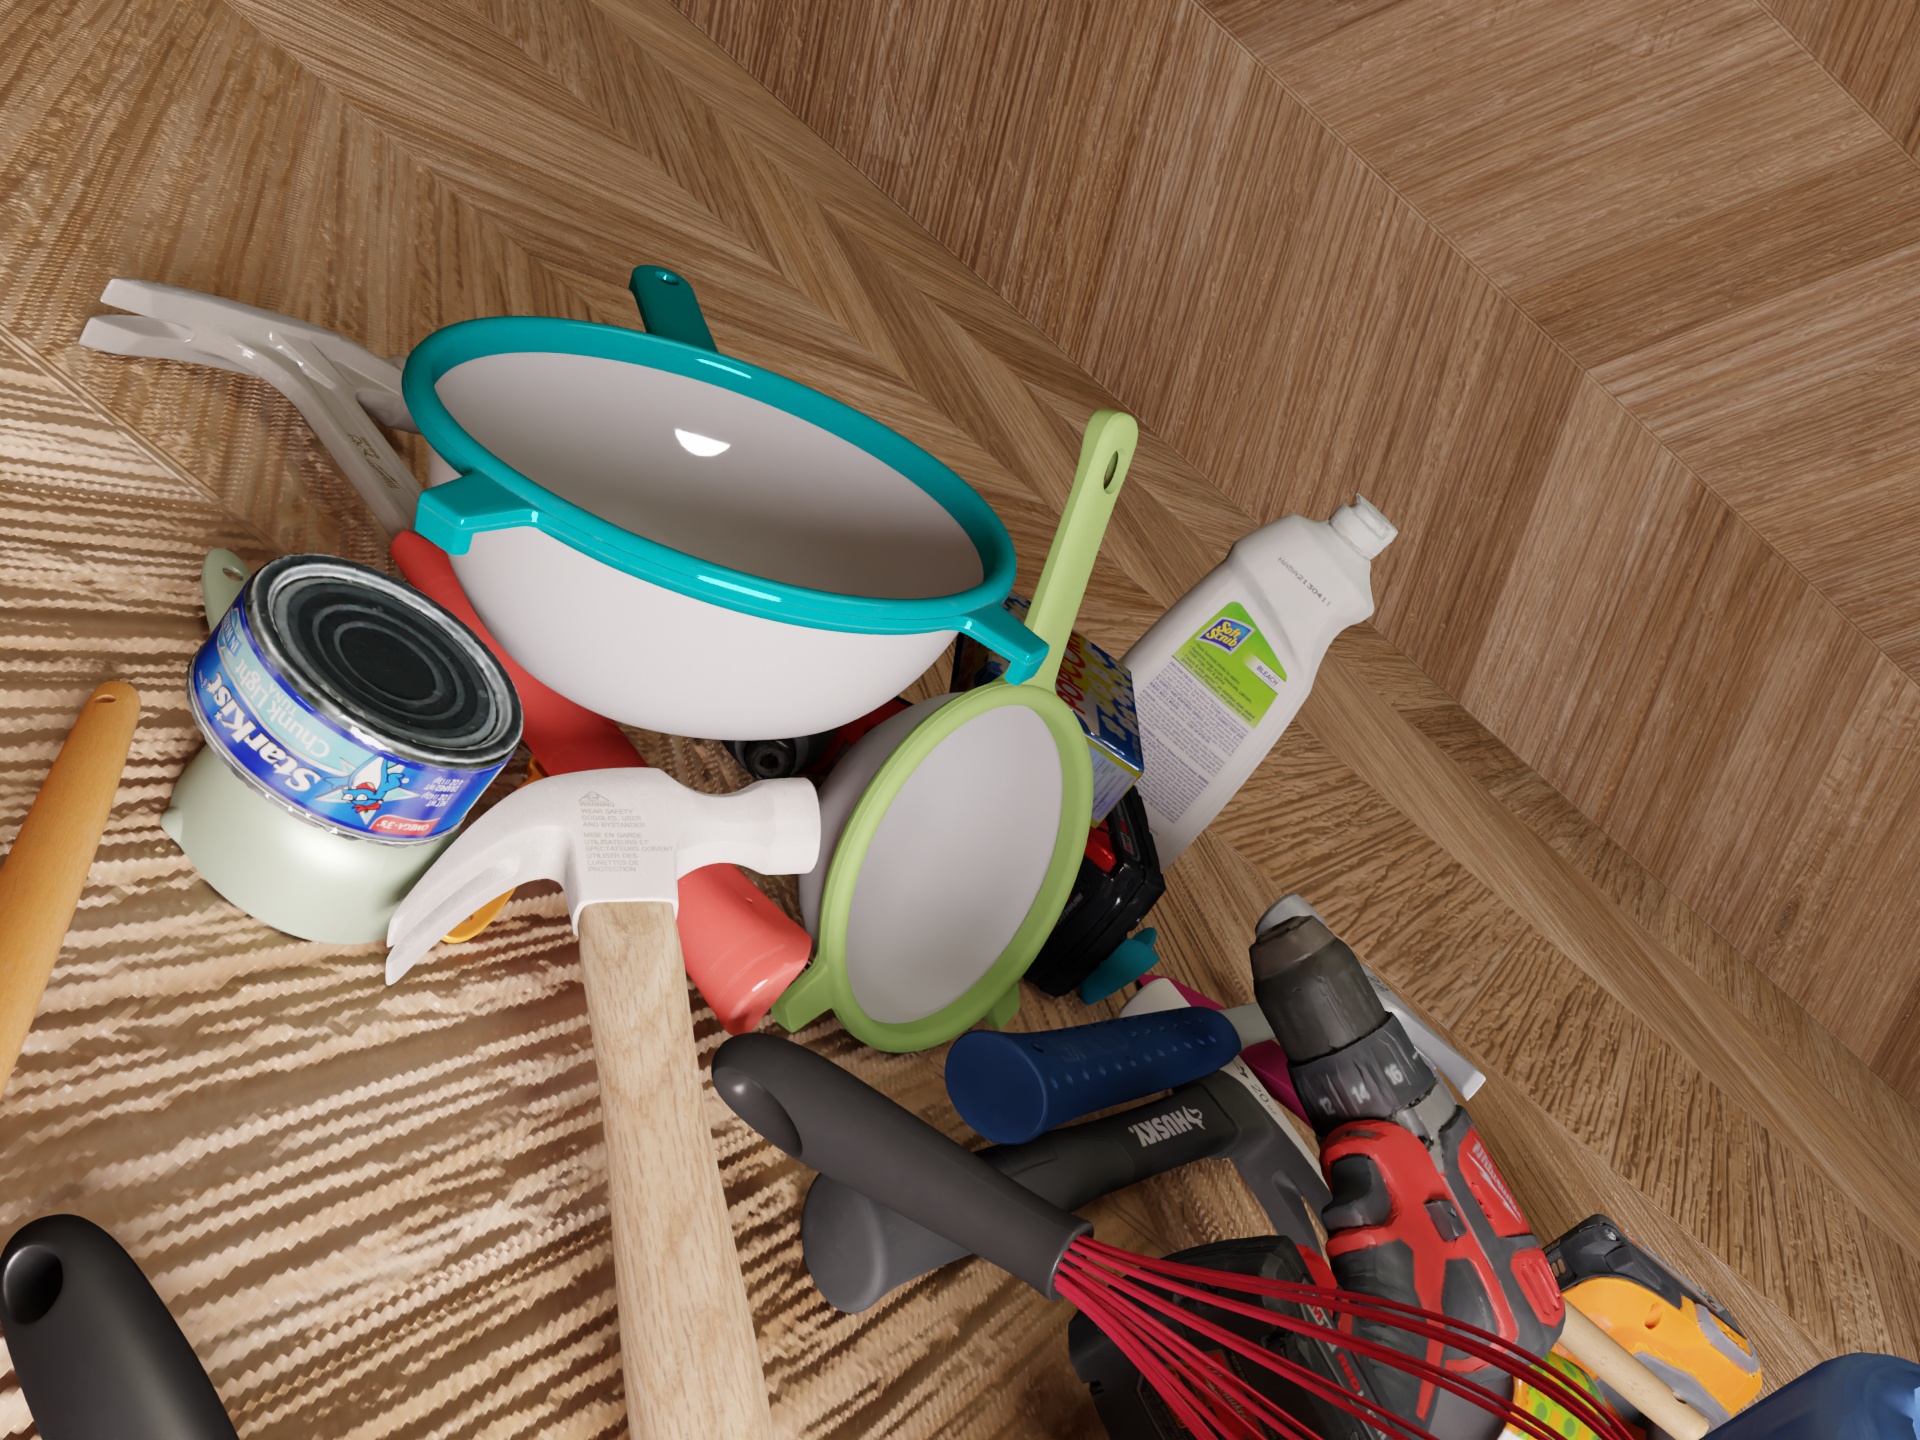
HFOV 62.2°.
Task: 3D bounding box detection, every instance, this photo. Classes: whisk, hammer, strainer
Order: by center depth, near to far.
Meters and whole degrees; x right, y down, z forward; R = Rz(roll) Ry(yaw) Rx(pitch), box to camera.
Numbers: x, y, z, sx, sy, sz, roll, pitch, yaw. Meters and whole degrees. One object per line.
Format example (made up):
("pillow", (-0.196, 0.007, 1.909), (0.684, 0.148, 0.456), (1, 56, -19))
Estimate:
("whisk", (-0.107, 0.179, 0.270), (0.239, 0.055, 0.055), (47, 19, 22))
("hammer", (-0.072, 0.139, 0.392), (0.130, 0.031, 0.332), (0, 45, -21))
("whisk", (0.046, 0.153, 0.424), (0.296, 0.073, 0.073), (22, 8, 28))
("hammer", (-0.175, -0.033, 0.574), (0.359, 0.036, 0.149), (49, 22, 24))
("strainer", (-0.110, -0.087, 0.606), (0.211, 0.095, 0.341), (12, 26, -23))
("hammer", (0.052, 0.174, 0.610), (0.146, 0.035, 0.334), (51, 21, 24))
("strainer", (-0.001, -0.002, 0.616), (0.069, 0.256, 0.151), (22, 4, 36))
("hammer", (0.122, 0.140, 0.702), (0.144, 0.035, 0.405), (44, 19, 27))

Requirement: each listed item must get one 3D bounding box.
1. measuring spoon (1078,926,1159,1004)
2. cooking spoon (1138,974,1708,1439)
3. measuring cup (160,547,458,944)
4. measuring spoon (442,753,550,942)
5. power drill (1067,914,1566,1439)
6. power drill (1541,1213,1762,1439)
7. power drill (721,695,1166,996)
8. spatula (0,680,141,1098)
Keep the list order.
("measuring spoon", (0.081, 0.113, 0.798), (0.021, 0.042, 0.128), (58, 13, 3))
("cooking spoon", (0.199, 0.212, 0.738), (0.068, 0.017, 0.319), (15, 17, -49))
("measuring cup", (-0.203, -0.008, 0.486), (0.083, 0.038, 0.168), (19, 32, -50))
("measuring spoon", (-0.153, 0.042, 0.531), (0.021, 0.011, 0.117), (35, 24, -12))
("power drill", (0.129, 0.180, 0.562), (0.226, 0.080, 0.188), (-20, 80, -56))
("power drill", (0.315, 0.337, 0.716), (0.164, 0.084, 0.227), (38, 23, -13))
("power drill", (-0.017, 0.027, 0.734), (0.219, 0.078, 0.143), (34, 21, -17))
("spatula", (-0.198, 0.076, 0.319), (0.081, 0.041, 0.323), (-2, 28, -16))
